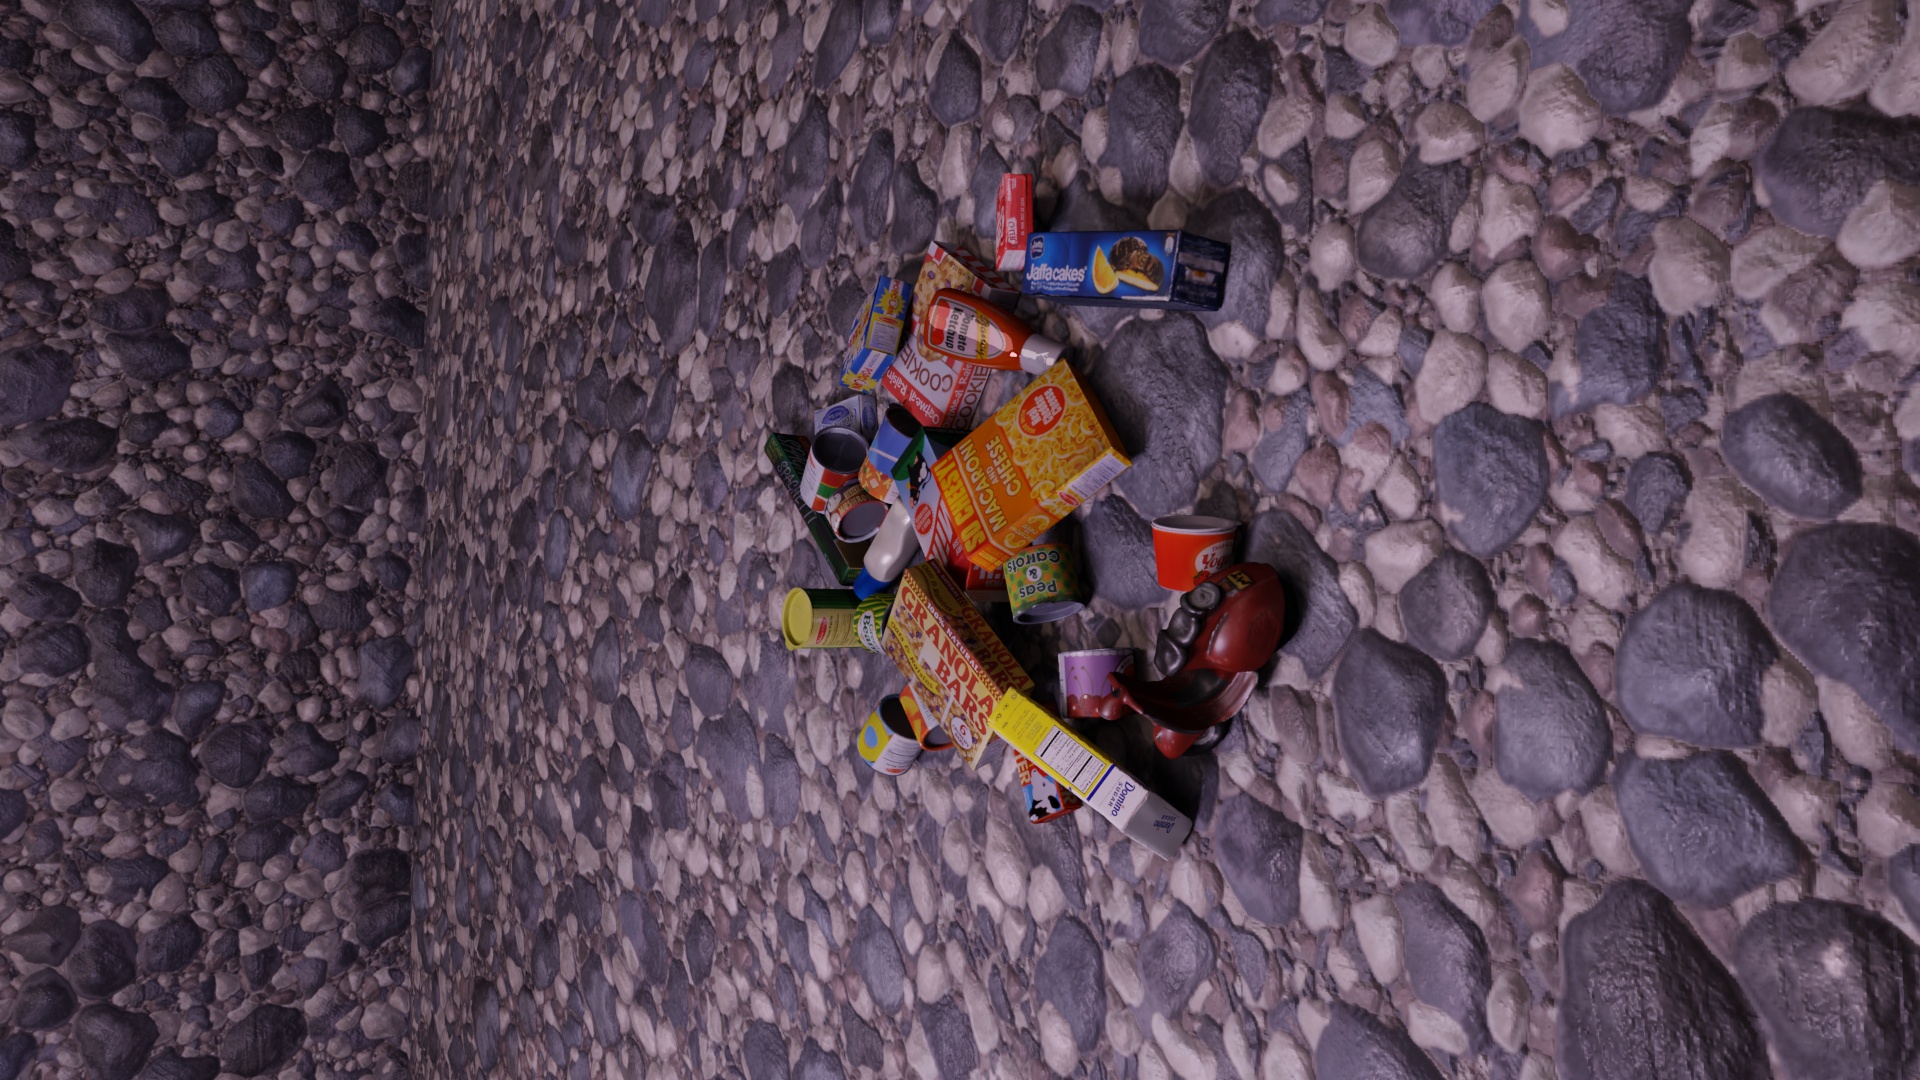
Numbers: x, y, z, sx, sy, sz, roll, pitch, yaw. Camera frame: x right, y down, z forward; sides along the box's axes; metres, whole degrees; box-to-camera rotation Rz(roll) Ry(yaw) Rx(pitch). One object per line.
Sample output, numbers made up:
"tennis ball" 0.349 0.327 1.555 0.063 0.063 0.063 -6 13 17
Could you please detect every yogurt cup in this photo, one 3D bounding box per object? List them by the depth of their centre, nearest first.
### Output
"yogurt cup" 0.188 0.011 1.123 0.072 0.072 0.053 14 108 53

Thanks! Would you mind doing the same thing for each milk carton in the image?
"milk carton" 0.005 -0.017 1.362 0.073 0.072 0.191 -52 50 39

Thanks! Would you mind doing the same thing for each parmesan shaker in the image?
"parmesan shaker" -0.136 0.087 1.520 0.071 0.103 0.071 -5 84 53

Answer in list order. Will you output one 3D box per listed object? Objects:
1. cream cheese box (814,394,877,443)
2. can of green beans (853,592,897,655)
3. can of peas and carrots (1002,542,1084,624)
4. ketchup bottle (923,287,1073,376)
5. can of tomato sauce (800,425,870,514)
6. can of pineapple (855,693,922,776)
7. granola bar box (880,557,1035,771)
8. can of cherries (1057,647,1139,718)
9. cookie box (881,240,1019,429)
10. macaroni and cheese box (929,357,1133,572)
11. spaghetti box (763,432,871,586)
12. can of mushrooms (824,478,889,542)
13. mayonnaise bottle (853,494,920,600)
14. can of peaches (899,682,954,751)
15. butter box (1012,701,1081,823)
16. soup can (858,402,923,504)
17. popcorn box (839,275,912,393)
"cream cheese box" -0.133 -0.132 1.595 0.103 0.024 0.053 -12 79 53
"can of green beans" -0.071 0.089 1.463 0.058 0.071 0.071 2 90 54
"can of peas and carrots" 0.074 0.039 1.267 0.070 0.071 0.059 -33 62 48
"ketchup bottle" 0.036 -0.190 1.318 0.149 0.044 0.064 25 112 28
"can of tomato sauce" -0.138 -0.077 1.550 0.082 0.071 0.071 115 141 -53
"can of pineapple" -0.069 0.202 1.455 0.057 0.071 0.071 -58 46 33
"granola bar box" -0.005 0.116 1.312 0.166 0.039 0.123 52 145 26
"can of cherries" 0.122 0.124 1.204 0.071 0.071 0.058 -13 78 52
"cookie box" -0.014 -0.205 1.425 0.123 0.040 0.166 47 124 44
"macaroni and cheese box" 0.061 -0.067 1.258 0.166 0.040 0.124 -38 48 19
"spaghetti box" -0.161 -0.040 1.606 0.028 0.050 0.251 -60 44 29
"can of mushrooms" -0.113 -0.033 1.526 0.070 0.071 0.033 -59 46 33
"mayonnaise bottle" -0.070 0.006 1.472 0.041 0.065 0.147 43 128 14
"can of peaches" -0.020 0.171 1.393 0.071 0.071 0.058 -56 47 36
"butter box" 0.077 0.207 1.293 0.053 0.024 0.104 -36 60 47
"soup can" -0.065 -0.091 1.465 0.071 0.071 0.083 55 130 39
"popcorn box" -0.092 -0.218 1.484 0.126 0.038 0.085 142 141 -68
